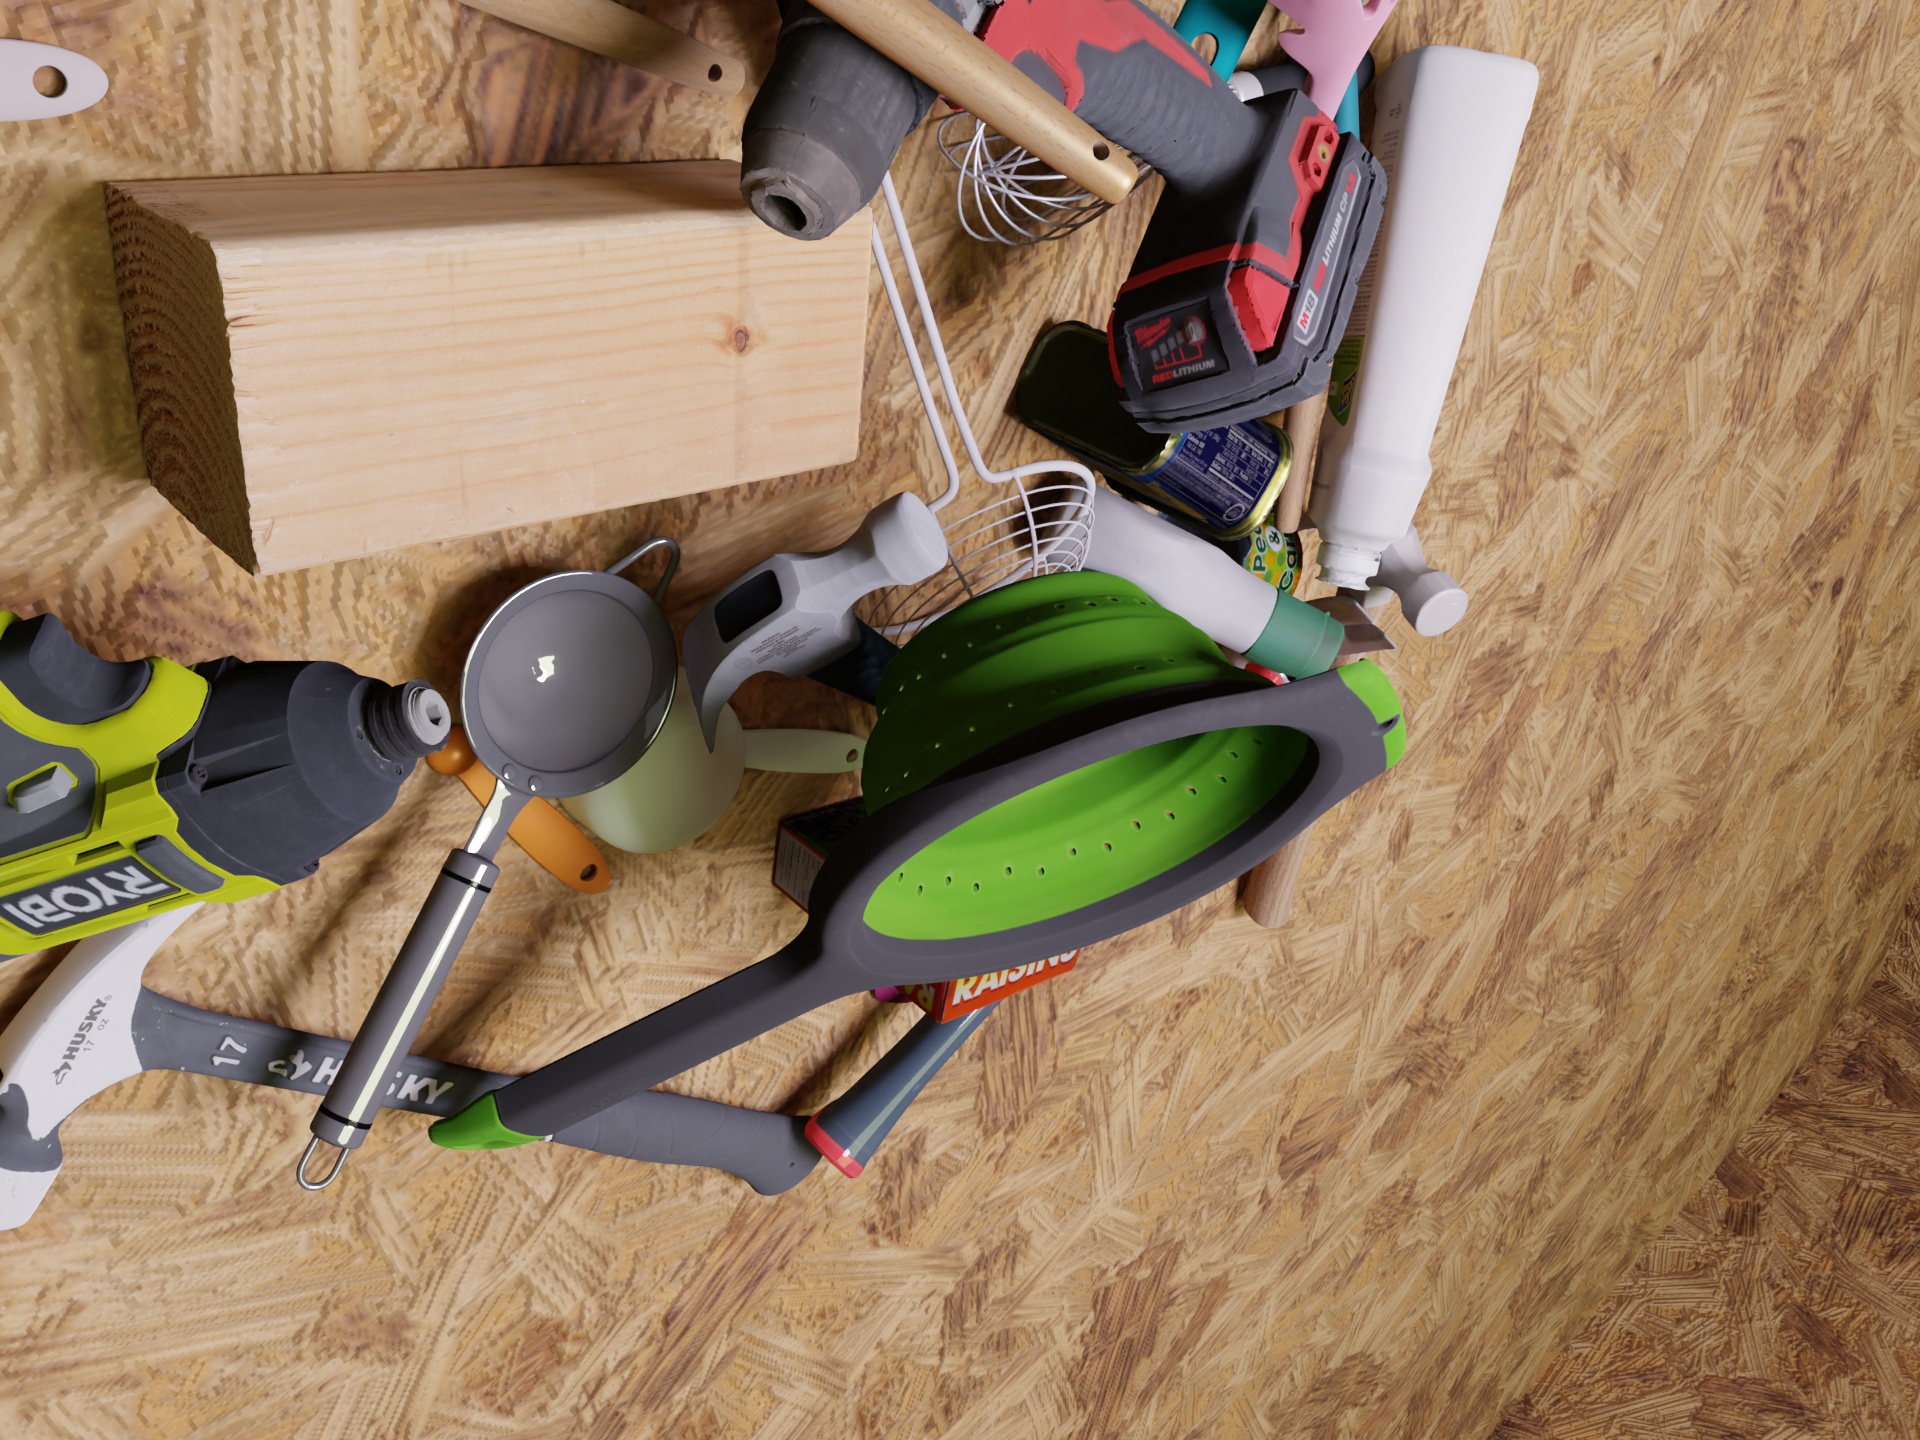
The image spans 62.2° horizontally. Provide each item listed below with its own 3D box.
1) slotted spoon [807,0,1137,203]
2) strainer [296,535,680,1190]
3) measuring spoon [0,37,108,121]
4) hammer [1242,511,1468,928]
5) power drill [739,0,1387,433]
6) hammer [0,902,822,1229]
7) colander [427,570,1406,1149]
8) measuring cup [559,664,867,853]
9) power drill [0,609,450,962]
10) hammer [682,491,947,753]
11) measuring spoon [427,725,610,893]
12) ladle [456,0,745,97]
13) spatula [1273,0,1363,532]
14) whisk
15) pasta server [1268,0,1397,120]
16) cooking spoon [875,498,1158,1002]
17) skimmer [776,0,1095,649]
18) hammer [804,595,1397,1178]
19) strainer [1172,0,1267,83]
[{"bbox_3d":[-0.082,-0.227,0.414,0.313,0.031,0.070,29,76,-18],"label":"slotted spoon"},{"bbox_3d":[-0.174,0.045,0.571,0.086,0.050,0.258,35,75,-44],"label":"strainer"},{"bbox_3d":[-0.271,-0.154,0.384,0.124,0.018,0.034,-19,127,-39],"label":"measuring spoon"},{"bbox_3d":[0.211,0.008,0.947,0.031,0.130,0.331,-13,137,-17],"label":"hammer"},{"bbox_3d":[0.036,-0.188,0.530,0.226,0.080,0.188,36,65,-34],"label":"power drill"},{"bbox_3d":[-0.187,0.155,0.667,0.408,0.036,0.149,31,89,-52],"label":"hammer"},{"bbox_3d":[-0.038,0.048,0.596,0.397,0.095,0.204,-27,155,11],"label":"colander"},{"bbox_3d":[-0.090,0.019,0.674,0.167,0.038,0.083,3,112,-45],"label":"measuring cup"},{"bbox_3d":[-0.251,-0.028,0.390,0.171,0.080,0.223,-16,138,15],"label":"power drill"},{"bbox_3d":[-0.001,-0.002,0.687,0.128,0.033,0.330,-26,156,17],"label":"hammer"},{"bbox_3d":[-0.169,0.040,0.626,0.021,0.011,0.116,-48,140,-13],"label":"measuring spoon"},{"bbox_3d":[-0.174,-0.214,0.420,0.320,0.062,0.078,0,122,-50],"label":"ladle"},{"bbox_3d":[0.181,-0.236,0.726,0.082,0.044,0.317,-66,161,-62],"label":"spatula"},{"bbox_3d":[0.098,-0.261,0.680,0.284,0.070,0.070,-30,134,-37],"label":"whisk"},{"bbox_3d":[0.132,-0.231,0.651,0.060,0.040,0.316,-31,167,-9],"label":"pasta server"},{"bbox_3d":[0.035,0.009,0.818,0.068,0.017,0.319,15,104,-50],"label":"cooking spoon"},{"bbox_3d":[-0.032,-0.171,0.606,0.127,0.090,0.362,-25,125,-9],"label":"skimmer"},{"bbox_3d":[0.068,0.081,0.818,0.038,0.143,0.386,46,78,-10],"label":"hammer"},{"bbox_3d":[0.157,-0.393,0.601,0.211,0.095,0.340,25,107,-9],"label":"strainer"}]
